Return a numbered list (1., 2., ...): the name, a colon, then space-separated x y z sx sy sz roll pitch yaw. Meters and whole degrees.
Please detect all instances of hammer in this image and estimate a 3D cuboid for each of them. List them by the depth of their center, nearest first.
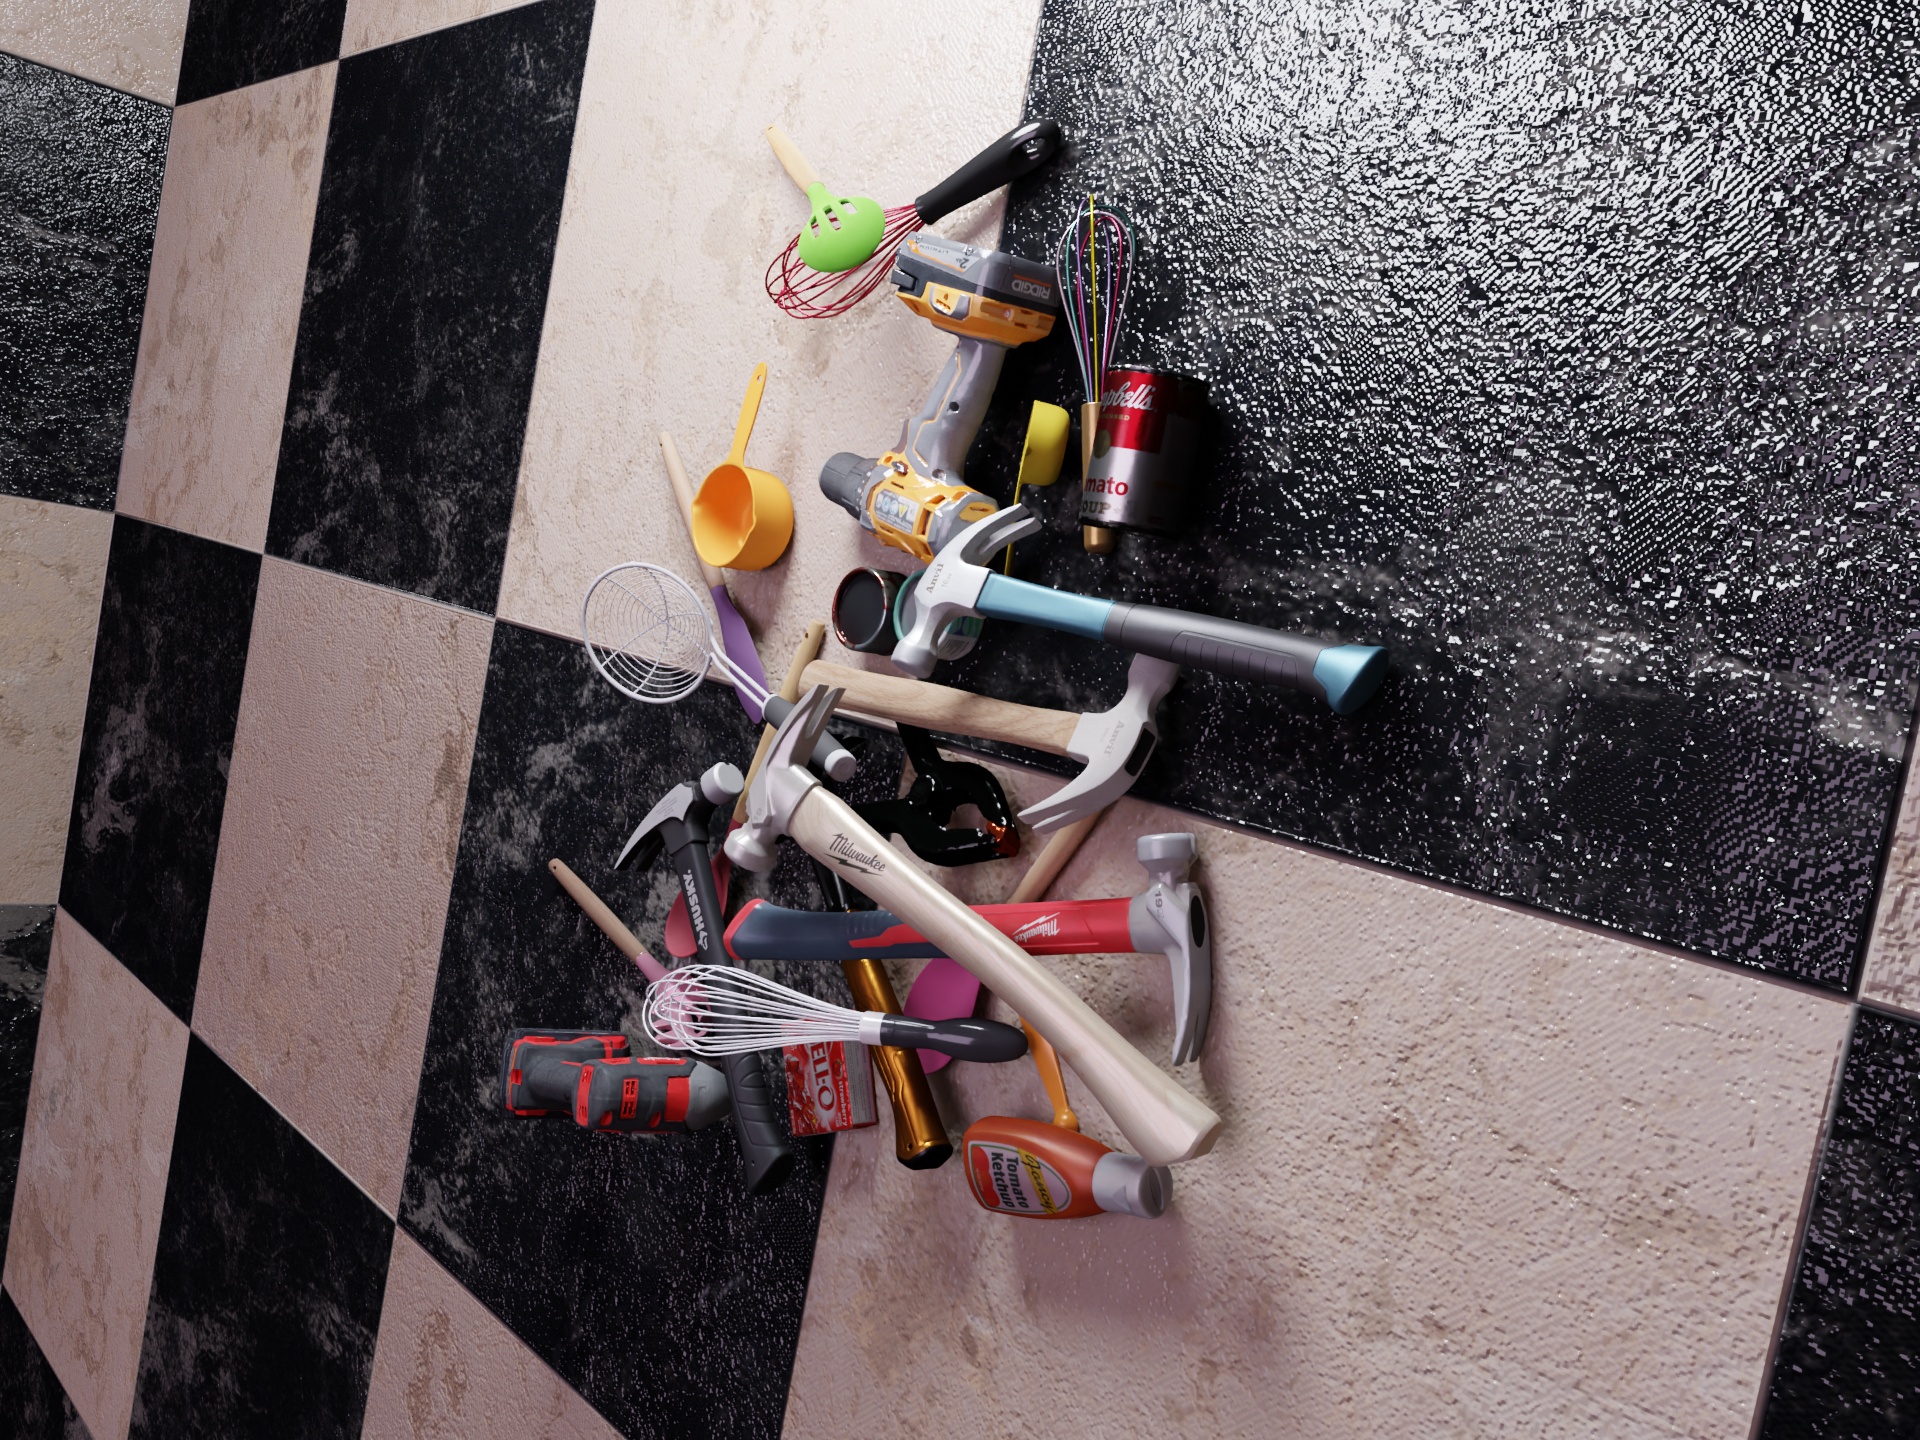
1. hammer: 0.108 -0.058 1.006 0.331 0.033 0.128 16 77 35
2. hammer: 0.008 0.134 1.036 0.411 0.038 0.146 36 106 30
3. hammer: -0.010 0.161 1.091 0.386 0.038 0.143 -8 82 34
4. hammer: -0.002 -0.004 1.116 0.331 0.031 0.130 11 71 45
5. hammer: -0.071 0.171 1.187 0.127 0.034 0.337 -46 52 33
6. hammer: -0.195 0.212 1.277 0.146 0.035 0.335 -34 62 33

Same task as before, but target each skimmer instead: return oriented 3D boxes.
1. skimmer: -0.204 -0.028 1.284 0.364 0.090 0.127 36 126 51

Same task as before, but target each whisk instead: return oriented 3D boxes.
1. whisk: 0.094 -0.235 1.082 0.047 0.051 0.245 175 95 -66
2. whisk: -0.091 0.214 1.116 0.284 0.070 0.070 4 88 15
3. whisk: -0.042 -0.382 1.221 0.296 0.073 0.073 -19 72 37

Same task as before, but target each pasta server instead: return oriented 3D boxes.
1. pasta server: -0.303 0.200 1.430 0.316 0.040 0.060 33 92 44

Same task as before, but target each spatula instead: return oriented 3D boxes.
1. spatula: -0.220 -0.133 1.397 0.059 0.018 0.316 -56 48 47

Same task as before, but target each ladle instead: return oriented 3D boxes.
1. ladle: -0.175 0.060 1.325 0.069 0.031 0.315 38 110 46

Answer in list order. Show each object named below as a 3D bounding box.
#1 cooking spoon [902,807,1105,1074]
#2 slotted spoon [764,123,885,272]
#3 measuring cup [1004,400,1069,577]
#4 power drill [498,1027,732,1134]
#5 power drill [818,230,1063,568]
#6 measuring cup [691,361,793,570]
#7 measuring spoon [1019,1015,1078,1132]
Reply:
1. cooking spoon: 0.041 0.128 1.102 0.318 0.017 0.069 -57 45 25
2. slotted spoon: -0.123 -0.429 1.269 0.070 0.031 0.314 -31 38 4
3. measuring cup: 0.051 -0.145 1.116 0.062 0.029 0.156 -81 0 -69
4. power drill: -0.287 0.307 1.337 0.220 0.143 0.078 -7 76 51
5. power drill: -0.025 -0.237 1.173 0.185 0.084 0.226 30 111 45
6. measuring cup: -0.169 -0.209 1.333 0.095 0.052 0.173 21 99 45
7. measuring spoon: 0.054 0.228 1.081 0.021 0.011 0.117 -37 61 37
